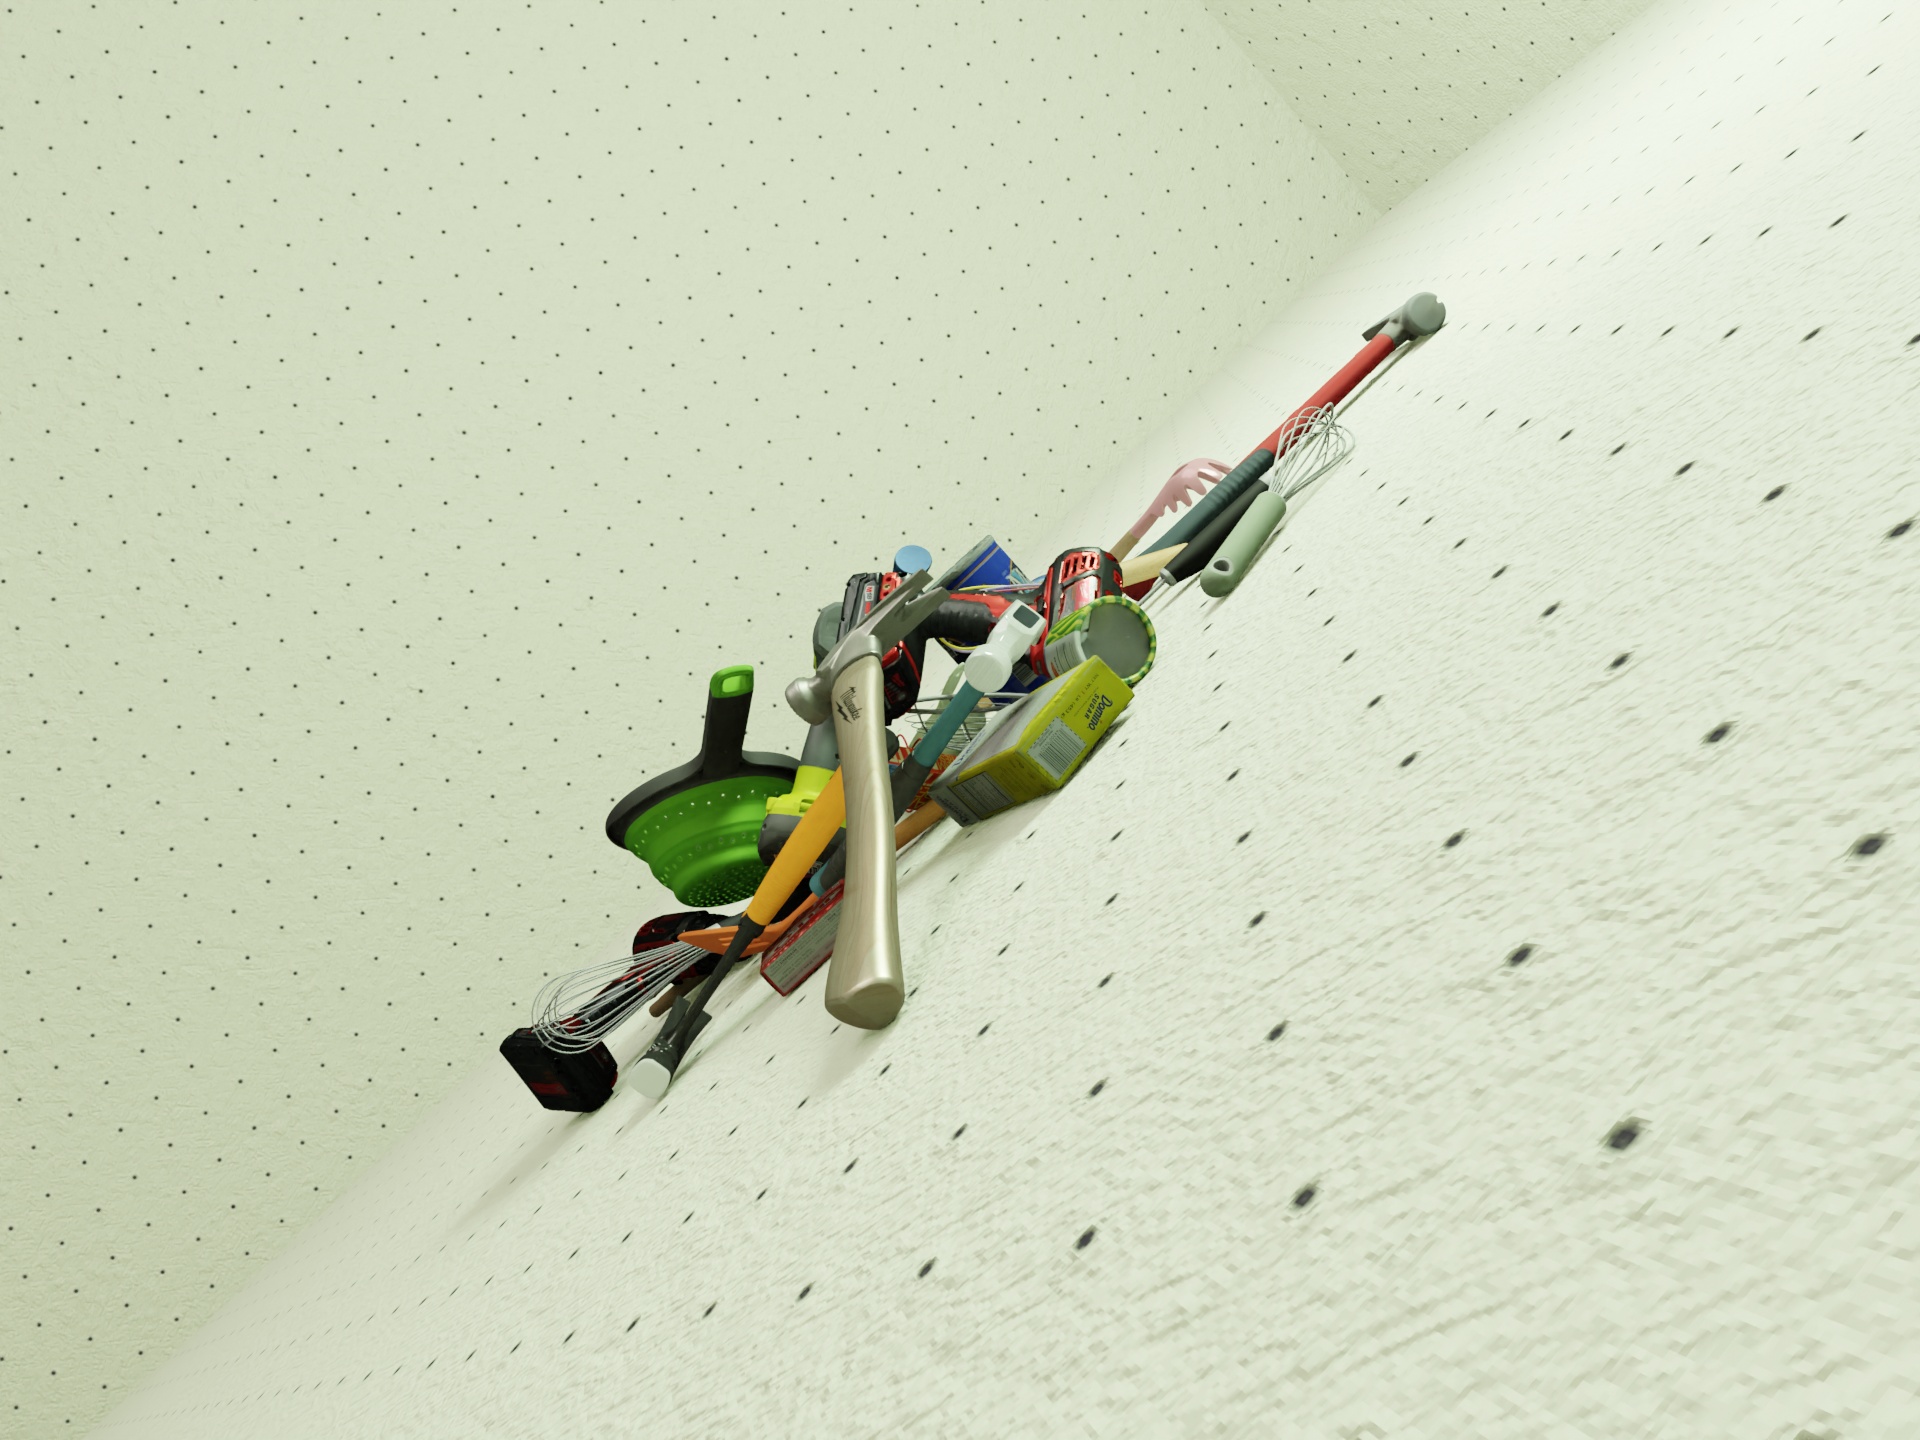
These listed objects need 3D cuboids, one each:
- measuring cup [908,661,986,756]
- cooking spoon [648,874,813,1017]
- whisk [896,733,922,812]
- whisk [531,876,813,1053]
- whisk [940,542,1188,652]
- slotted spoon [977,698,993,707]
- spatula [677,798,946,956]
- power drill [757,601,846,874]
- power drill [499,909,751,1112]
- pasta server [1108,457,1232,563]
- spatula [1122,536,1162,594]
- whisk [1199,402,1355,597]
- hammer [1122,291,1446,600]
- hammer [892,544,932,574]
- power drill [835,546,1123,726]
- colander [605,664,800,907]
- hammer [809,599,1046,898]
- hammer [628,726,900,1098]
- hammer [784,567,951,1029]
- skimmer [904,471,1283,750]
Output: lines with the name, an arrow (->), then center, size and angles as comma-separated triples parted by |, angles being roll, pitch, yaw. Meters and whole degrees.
measuring cup -> -0.002, -0.005, 1.442 | 0.083, 0.038, 0.167 | -41, -11, -22
cooking spoon -> -0.195, 0.196, 1.560 | 0.319, 0.017, 0.069 | -41, 9, 16
whisk -> -0.065, 0.062, 1.491 | 0.073, 0.073, 0.296 | -44, 0, -14
whisk -> -0.246, 0.208, 1.406 | 0.284, 0.070, 0.070 | -26, -1, -22
whisk -> 0.091, -0.115, 1.375 | 0.245, 0.047, 0.051 | -18, -30, -14
slotted spoon -> 0.066, -0.052, 1.591 | 0.070, 0.031, 0.313 | -46, 5, -37
spatula -> -0.095, 0.119, 1.321 | 0.322, 0.041, 0.081 | -37, -36, 17
power drill -> -0.118, 0.023, 1.421 | 0.171, 0.080, 0.223 | 105, 176, -76
power drill -> -0.297, 0.258, 1.480 | 0.188, 0.080, 0.227 | -14, 23, 50
pasta server -> 0.173, -0.173, 1.651 | 0.060, 0.040, 0.316 | -40, -6, -42
spatula -> 0.239, -0.205, 1.581 | 0.316, 0.018, 0.060 | -42, 1, -4
whisk -> 0.241, -0.169, 1.218 | 0.246, 0.058, 0.059 | -51, -25, -37
hammer -> 0.289, -0.253, 1.498 | 0.386, 0.038, 0.143 | -43, 5, -5
hammer -> -0.095, -0.009, 1.598 | 0.144, 0.035, 0.405 | -52, -13, -44
power drill -> 0.018, -0.061, 1.250 | 0.219, 0.078, 0.143 | -5, 52, 15
colander -> -0.214, 0.080, 1.457 | 0.204, 0.095, 0.396 | -12, -25, -19
hammer -> -0.033, 0.034, 1.182 | 0.331, 0.033, 0.128 | -53, 0, 38
hammer -> -0.145, 0.136, 1.212 | 0.337, 0.034, 0.127 | -55, 3, 19
hammer -> -0.054, 0.041, 1.019 | 0.146, 0.038, 0.411 | -41, 26, 18
skimmer -> 0.109, -0.099, 1.324 | 0.363, 0.090, 0.127 | -42, 7, 1
